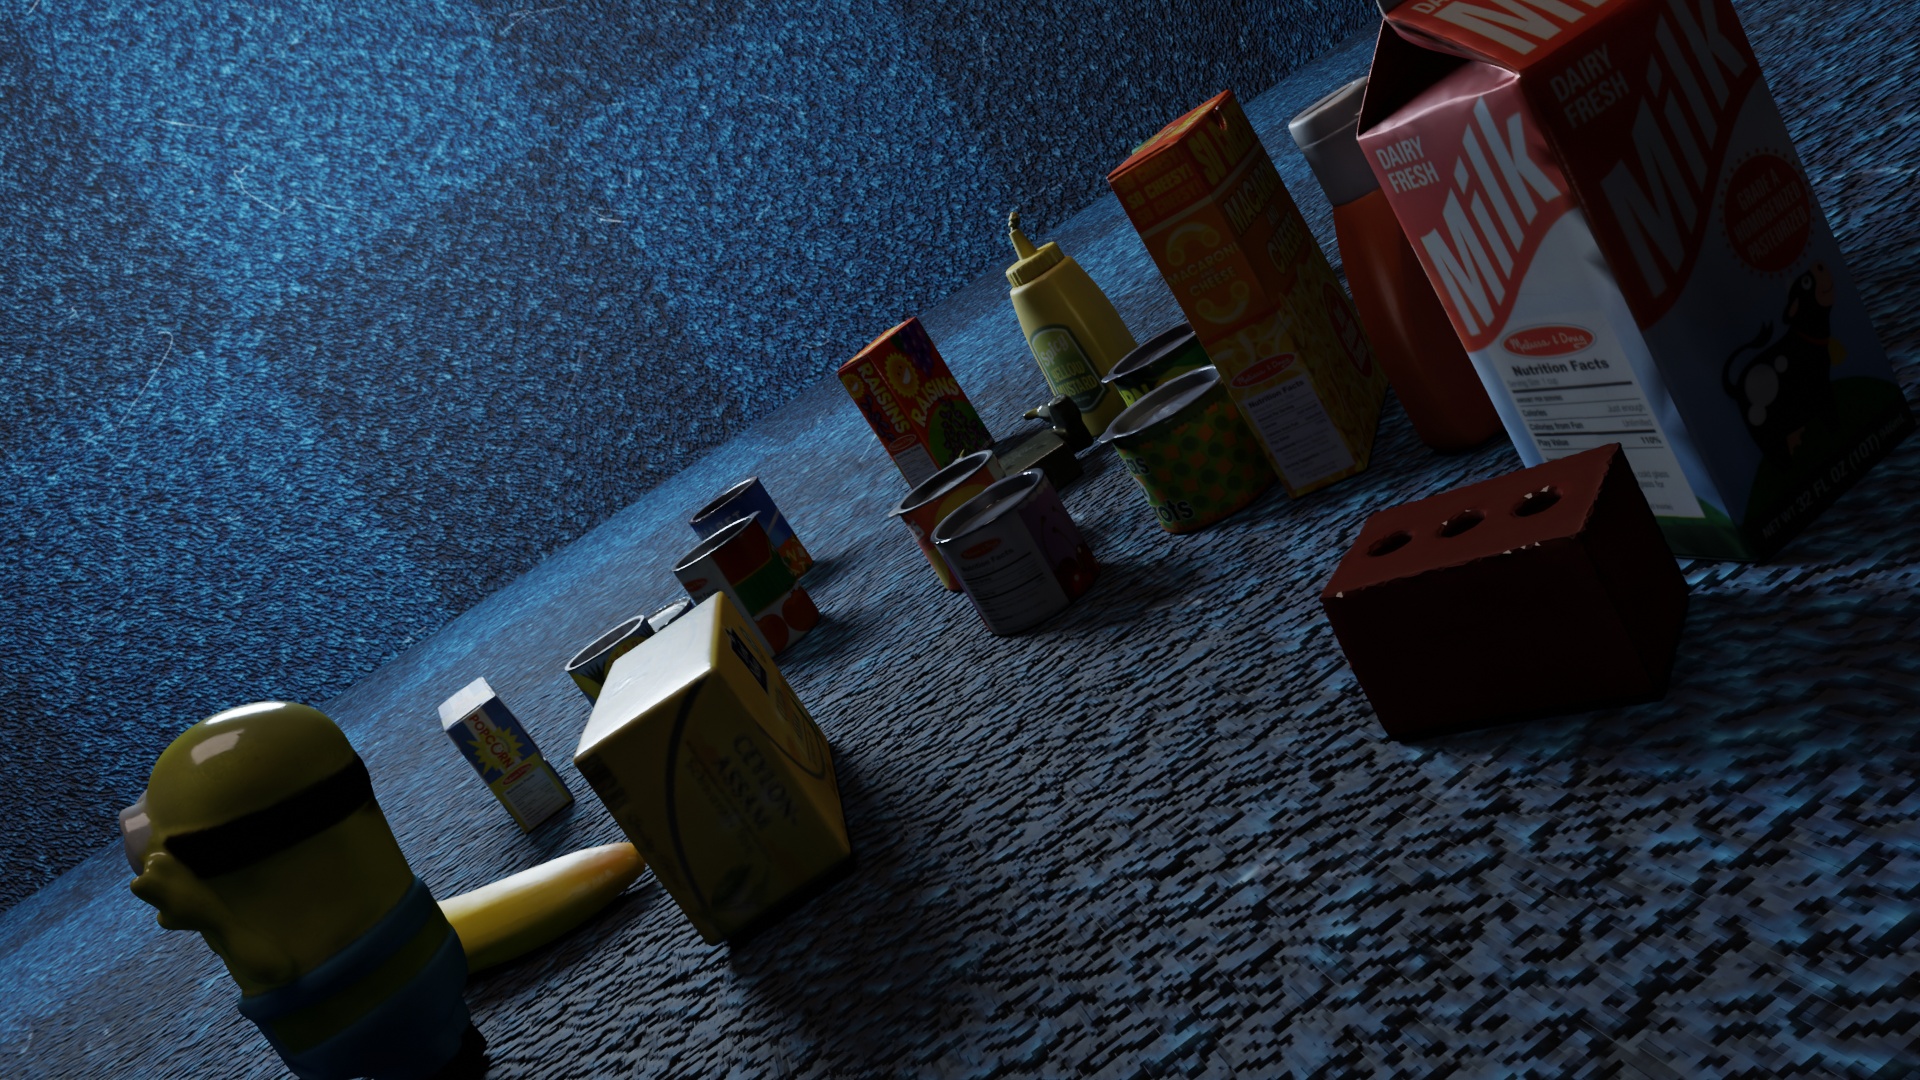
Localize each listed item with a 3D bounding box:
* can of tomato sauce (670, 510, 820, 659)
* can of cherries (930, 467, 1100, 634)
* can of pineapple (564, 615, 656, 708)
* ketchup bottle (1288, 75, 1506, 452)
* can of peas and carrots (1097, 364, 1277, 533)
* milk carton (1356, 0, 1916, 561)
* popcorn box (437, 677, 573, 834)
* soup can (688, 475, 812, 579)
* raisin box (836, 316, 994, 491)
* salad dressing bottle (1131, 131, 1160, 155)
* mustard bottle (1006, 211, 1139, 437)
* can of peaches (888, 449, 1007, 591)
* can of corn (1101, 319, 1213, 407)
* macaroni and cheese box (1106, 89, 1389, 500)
[{"bbox_3d":[-0.142,0.034,0.935,0.071,0.083,0.071,-31,13,8],"label":"can of tomato sauce"},{"bbox_3d":[0.029,0.005,0.695,0.071,0.058,0.072,-31,13,8],"label":"can of cherries"},{"bbox_3d":[-0.236,0.095,0.986,0.071,0.057,0.071,-31,13,8],"label":"can of pineapple"},{"bbox_3d":[0.184,-0.112,0.558,0.065,0.148,0.043,-36,13,-16],"label":"ketchup bottle"},{"bbox_3d":[0.112,-0.043,0.676,0.071,0.058,0.071,-31,13,8],"label":"can of peas and carrots"},{"bbox_3d":[0.182,-0.093,0.396,0.072,0.190,0.073,-36,13,-14],"label":"milk carton"},{"bbox_3d":[-0.303,0.139,0.919,0.038,0.085,0.126,-37,13,-18],"label":"popcorn box"},{"bbox_3d":[-0.169,0.002,1.115,0.071,0.083,0.071,-31,13,8],"label":"soup can"},{"bbox_3d":[-0.035,-0.107,1.111,0.040,0.123,0.086,-23,16,38],"label":"raisin box"},{"bbox_3d":[0.177,-0.230,1.014,0.064,0.147,0.044,-27,13,23],"label":"salad dressing bottle"},{"bbox_3d":[0.070,-0.146,0.927,0.049,0.160,0.065,-42,15,-36],"label":"mustard bottle"},{"bbox_3d":[0.003,-0.010,0.812,0.071,0.058,0.071,-31,13,8],"label":"can of peaches"},{"bbox_3d":[0.126,-0.087,0.805,0.071,0.058,0.071,-31,13,8],"label":"can of corn"},{"bbox_3d":[0.141,-0.119,0.646,0.040,0.166,0.124,-25,15,31],"label":"macaroni and cheese box"}]
